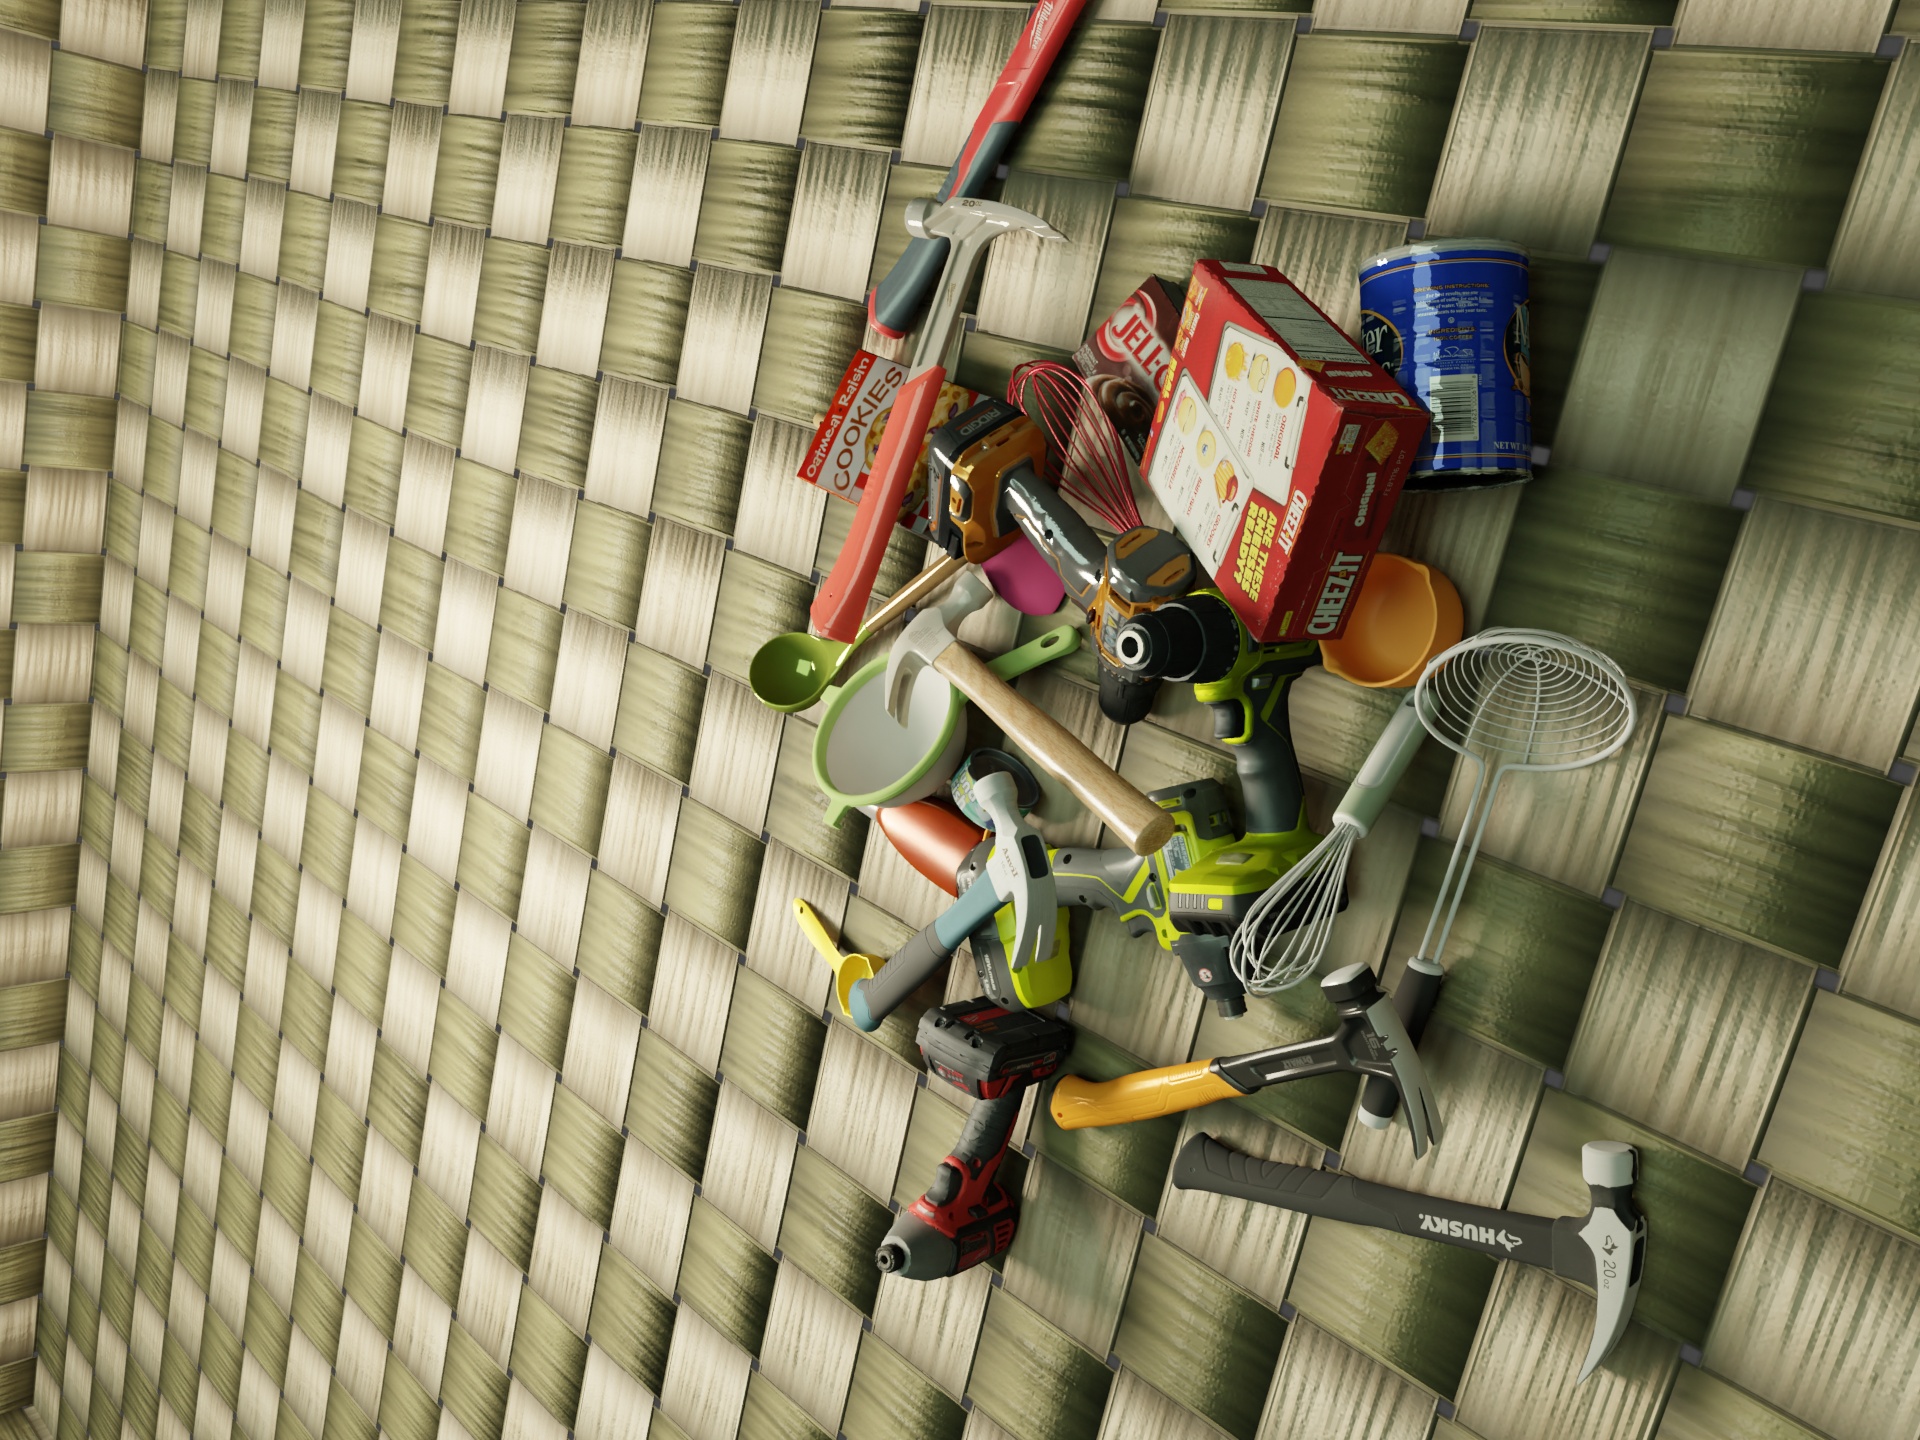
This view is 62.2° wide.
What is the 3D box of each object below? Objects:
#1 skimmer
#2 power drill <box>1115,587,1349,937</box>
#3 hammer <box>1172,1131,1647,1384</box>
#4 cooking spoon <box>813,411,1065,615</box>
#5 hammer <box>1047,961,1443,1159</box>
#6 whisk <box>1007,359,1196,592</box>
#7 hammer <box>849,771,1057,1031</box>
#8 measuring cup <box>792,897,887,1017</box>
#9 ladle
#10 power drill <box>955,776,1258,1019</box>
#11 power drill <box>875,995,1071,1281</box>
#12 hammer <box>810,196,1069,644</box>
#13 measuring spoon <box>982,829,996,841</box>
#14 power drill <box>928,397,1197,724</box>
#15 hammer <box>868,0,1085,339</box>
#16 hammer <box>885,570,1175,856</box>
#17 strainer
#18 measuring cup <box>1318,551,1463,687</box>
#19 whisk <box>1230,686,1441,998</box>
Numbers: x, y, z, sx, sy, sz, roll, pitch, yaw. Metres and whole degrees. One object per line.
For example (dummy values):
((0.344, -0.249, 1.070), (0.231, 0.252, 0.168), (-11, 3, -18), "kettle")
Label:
((0.313, 0.112, 1.003), (0.127, 0.090, 0.363), (16, 107, 8), "skimmer")
((0.181, 0.024, 1.055), (0.080, 0.190, 0.228), (-4, 94, 45), "power drill")
((0.287, 0.335, 1.074), (0.335, 0.035, 0.146), (-1, 91, 42), "hammer")
((-0.024, -0.184, 1.339), (0.319, 0.017, 0.068), (40, 117, 32), "cooking spoon")
((0.183, 0.264, 1.137), (0.337, 0.034, 0.127), (-27, 87, 48), "hammer")
((0.121, -0.153, 1.186), (0.073, 0.073, 0.296), (-43, 70, 34), "whisk")
((-0.016, 0.169, 1.236), (0.331, 0.033, 0.128), (-50, 57, 51), "hammer")
((-0.107, 0.208, 1.435), (0.157, 0.029, 0.062), (45, 121, 44), "measuring cup")
((-0.070, -0.096, 1.349), (0.320, 0.062, 0.078), (-34, 52, 39), "ladle")
((0.114, 0.147, 1.195), (0.223, 0.080, 0.171), (-15, 86, 39), "power drill")
((0.003, 0.337, 1.259), (0.079, 0.143, 0.219), (21, 104, 37), "power drill")
((-0.035, -0.231, 1.250), (0.149, 0.036, 0.359), (23, 97, 37), "hammer")
((0.021, 0.132, 1.301), (0.011, 0.021, 0.116), (39, 130, 52), "measuring spoon")
((0.075, -0.109, 1.170), (0.226, 0.084, 0.185), (44, 155, 25), "power drill")
((0.038, -0.465, 1.258), (0.143, 0.038, 0.386), (48, 121, 27), "hammer")
((0.047, 0.004, 1.187), (0.130, 0.031, 0.332), (-46, 43, -1), "hammer")
((-0.002, -0.004, 1.306), (0.256, 0.069, 0.152), (-26, 45, 22), "strainer")
((0.267, -0.096, 1.064), (0.095, 0.052, 0.174), (-50, 54, 31), "measuring cup")
((0.243, 0.072, 1.008), (0.058, 0.059, 0.246), (14, 59, 44), "whisk")
